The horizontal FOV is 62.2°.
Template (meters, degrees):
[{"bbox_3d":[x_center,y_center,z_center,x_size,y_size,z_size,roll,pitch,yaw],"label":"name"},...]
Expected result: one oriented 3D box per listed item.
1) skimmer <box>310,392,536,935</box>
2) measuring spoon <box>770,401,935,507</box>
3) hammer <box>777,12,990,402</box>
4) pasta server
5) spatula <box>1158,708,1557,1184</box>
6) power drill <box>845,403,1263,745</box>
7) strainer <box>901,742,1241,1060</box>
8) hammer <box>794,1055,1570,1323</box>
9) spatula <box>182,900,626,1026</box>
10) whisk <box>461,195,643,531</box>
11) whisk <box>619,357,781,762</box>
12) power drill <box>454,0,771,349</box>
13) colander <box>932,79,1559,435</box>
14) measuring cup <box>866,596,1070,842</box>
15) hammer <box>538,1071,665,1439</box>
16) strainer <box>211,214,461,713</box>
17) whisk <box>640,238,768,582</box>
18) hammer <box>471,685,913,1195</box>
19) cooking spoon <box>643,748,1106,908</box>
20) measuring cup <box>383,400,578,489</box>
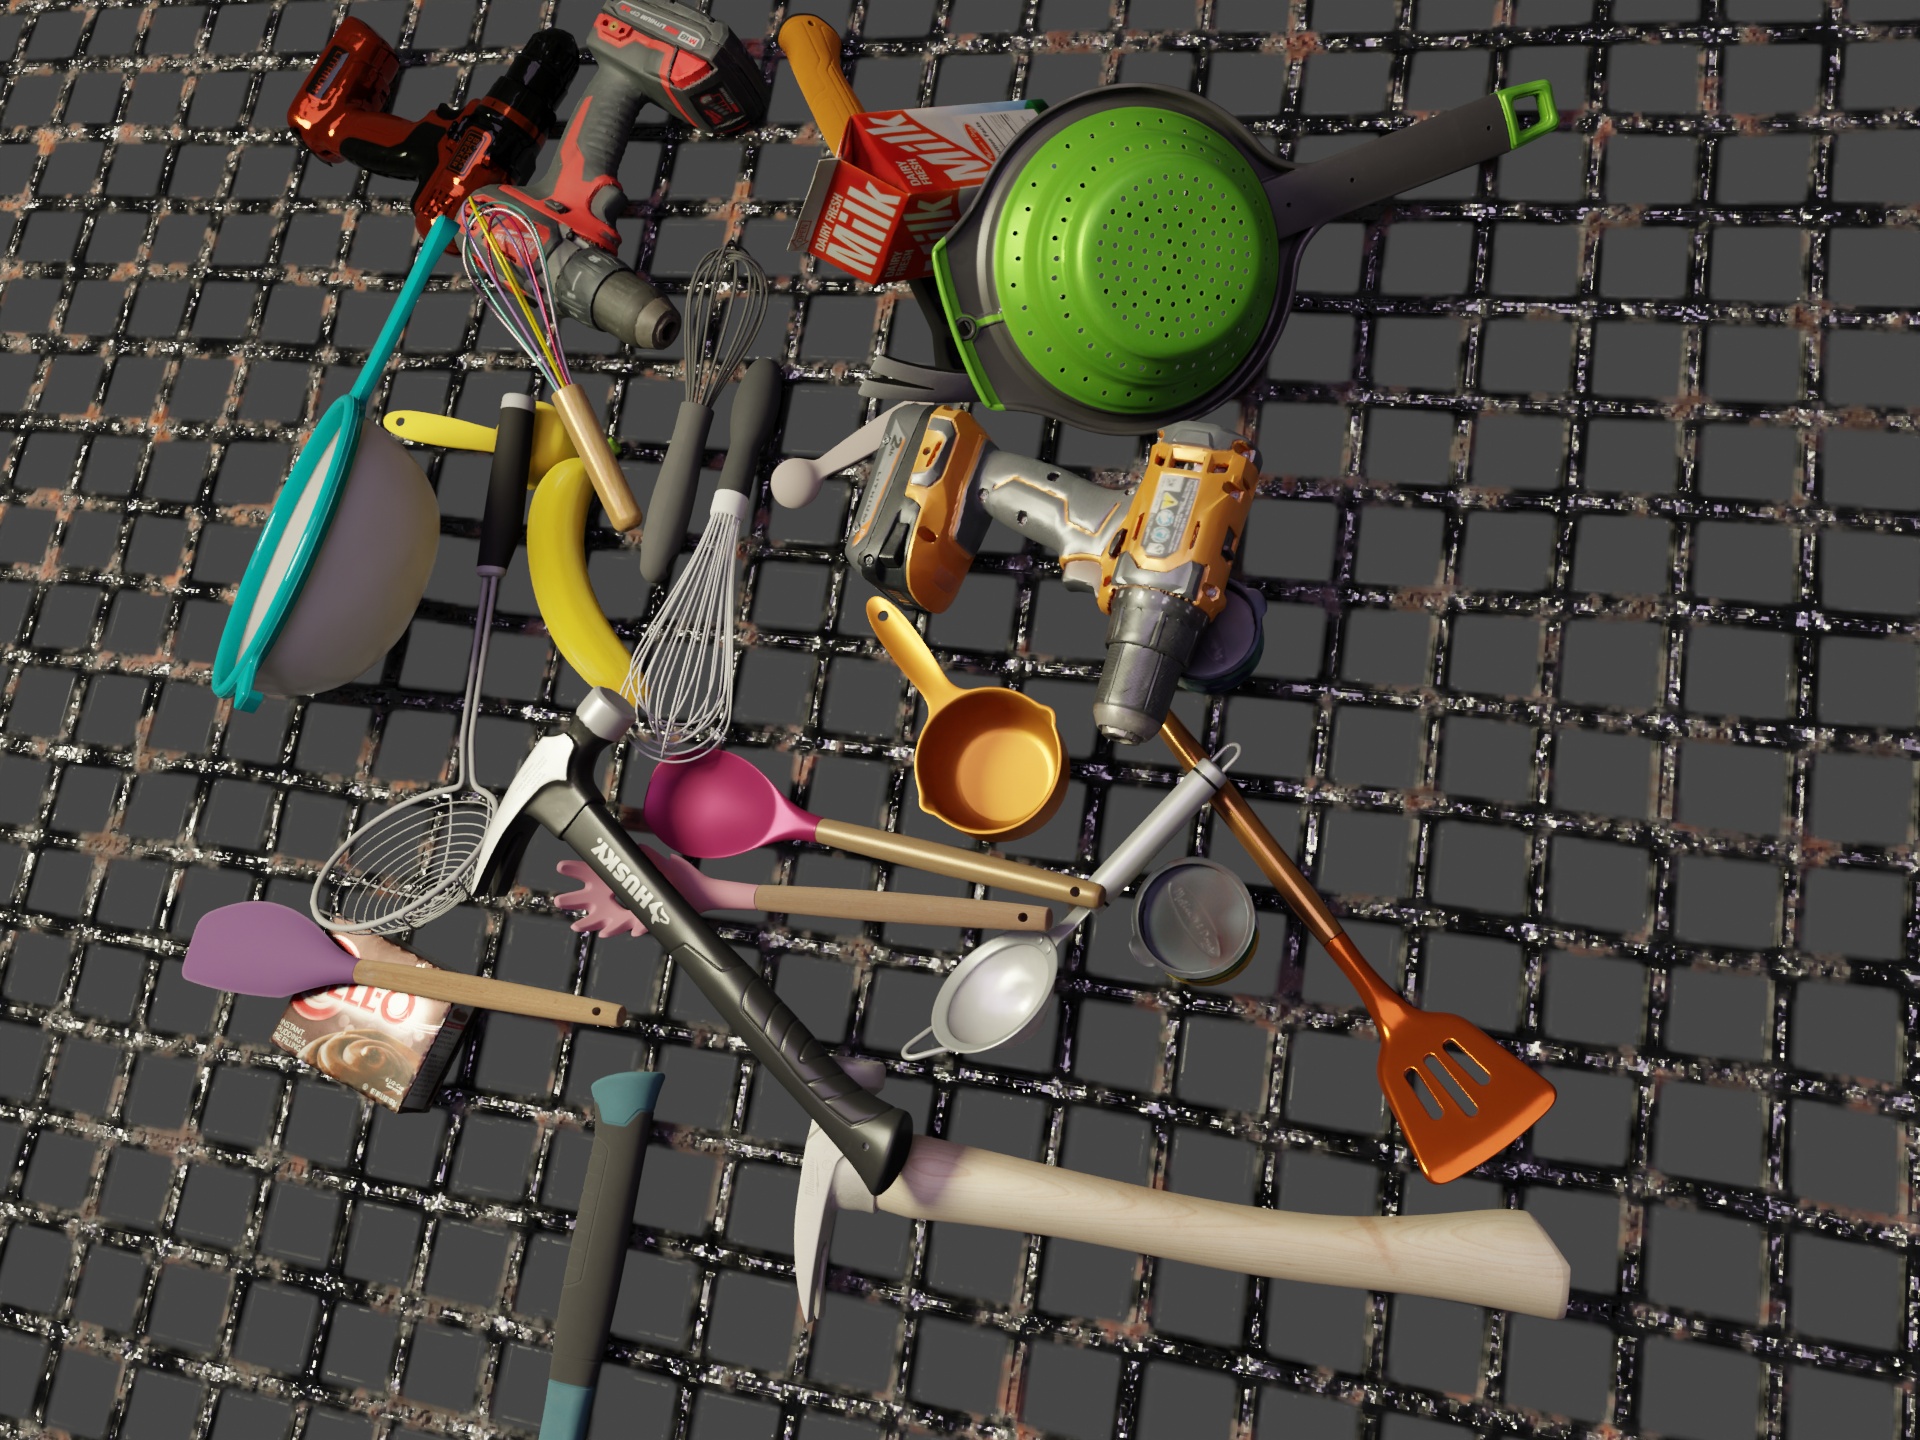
[{"bbox_3d":[-0.331,-0.043,1.016,0.127,0.090,0.363,1,80,34],"label":"skimmer"},{"bbox_3d":[-0.071,-0.181,1.037,0.124,0.018,0.034,-31,70,4],"label":"measuring spoon"},{"bbox_3d":[-0.059,-0.344,1.045,0.127,0.034,0.337,-8,62,-31],"label":"hammer"},{"bbox_3d":[-0.098,0.106,0.937,0.316,0.040,0.060,1,85,24],"label":"pasta server"},{"bbox_3d":[0.192,0.100,0.882,0.081,0.041,0.323,-37,69,4],"label":"spatula"},{"bbox_3d":[0.048,-0.091,0.933,0.226,0.084,0.185,13,79,27],"label":"power drill"},{"bbox_3d":[0.071,0.109,0.902,0.258,0.050,0.087,-47,28,2],"label":"strainer"},{"bbox_3d":[0.108,0.281,0.858,0.411,0.038,0.146,5,78,15],"label":"hammer"},{"bbox_3d":[-0.347,0.156,0.979,0.316,0.018,0.060,6,71,18],"label":"spatula"},{"bbox_3d":[-0.268,-0.237,1.053,0.051,0.047,0.245,-25,88,-33],"label":"whisk"},{"bbox_3d":[-0.155,-0.108,1.023,0.070,0.070,0.285,7,72,16],"label":"whisk"},{"bbox_3d":[-0.226,-0.375,1.101,0.188,0.080,0.227,33,88,20],"label":"power drill"},{"bbox_3d":[0.185,-0.296,0.926,0.397,0.094,0.204,-22,106,-4],"label":"colander"},{"bbox_3d":[-0.002,-0.003,0.955,0.095,0.052,0.174,-37,68,3],"label":"measuring cup"},{"bbox_3d":[-0.224,0.369,0.923,0.128,0.033,0.331,5,77,17],"label":"hammer"},{"bbox_3d":[-0.374,-0.156,1.040,0.211,0.095,0.340,24,88,60],"label":"strainer"},{"bbox_3d":[-0.176,-0.206,1.060,0.055,0.055,0.239,12,83,17],"label":"whisk"},{"bbox_3d":[-0.151,0.141,0.919,0.335,0.035,0.146,44,99,19],"label":"hammer"},{"bbox_3d":[-0.061,0.071,0.943,0.319,0.017,0.069,11,82,28],"label":"cooking spoon"},{"bbox_3d":[-0.340,-0.201,1.105,0.156,0.029,0.062,12,79,15],"label":"measuring cup"}]
